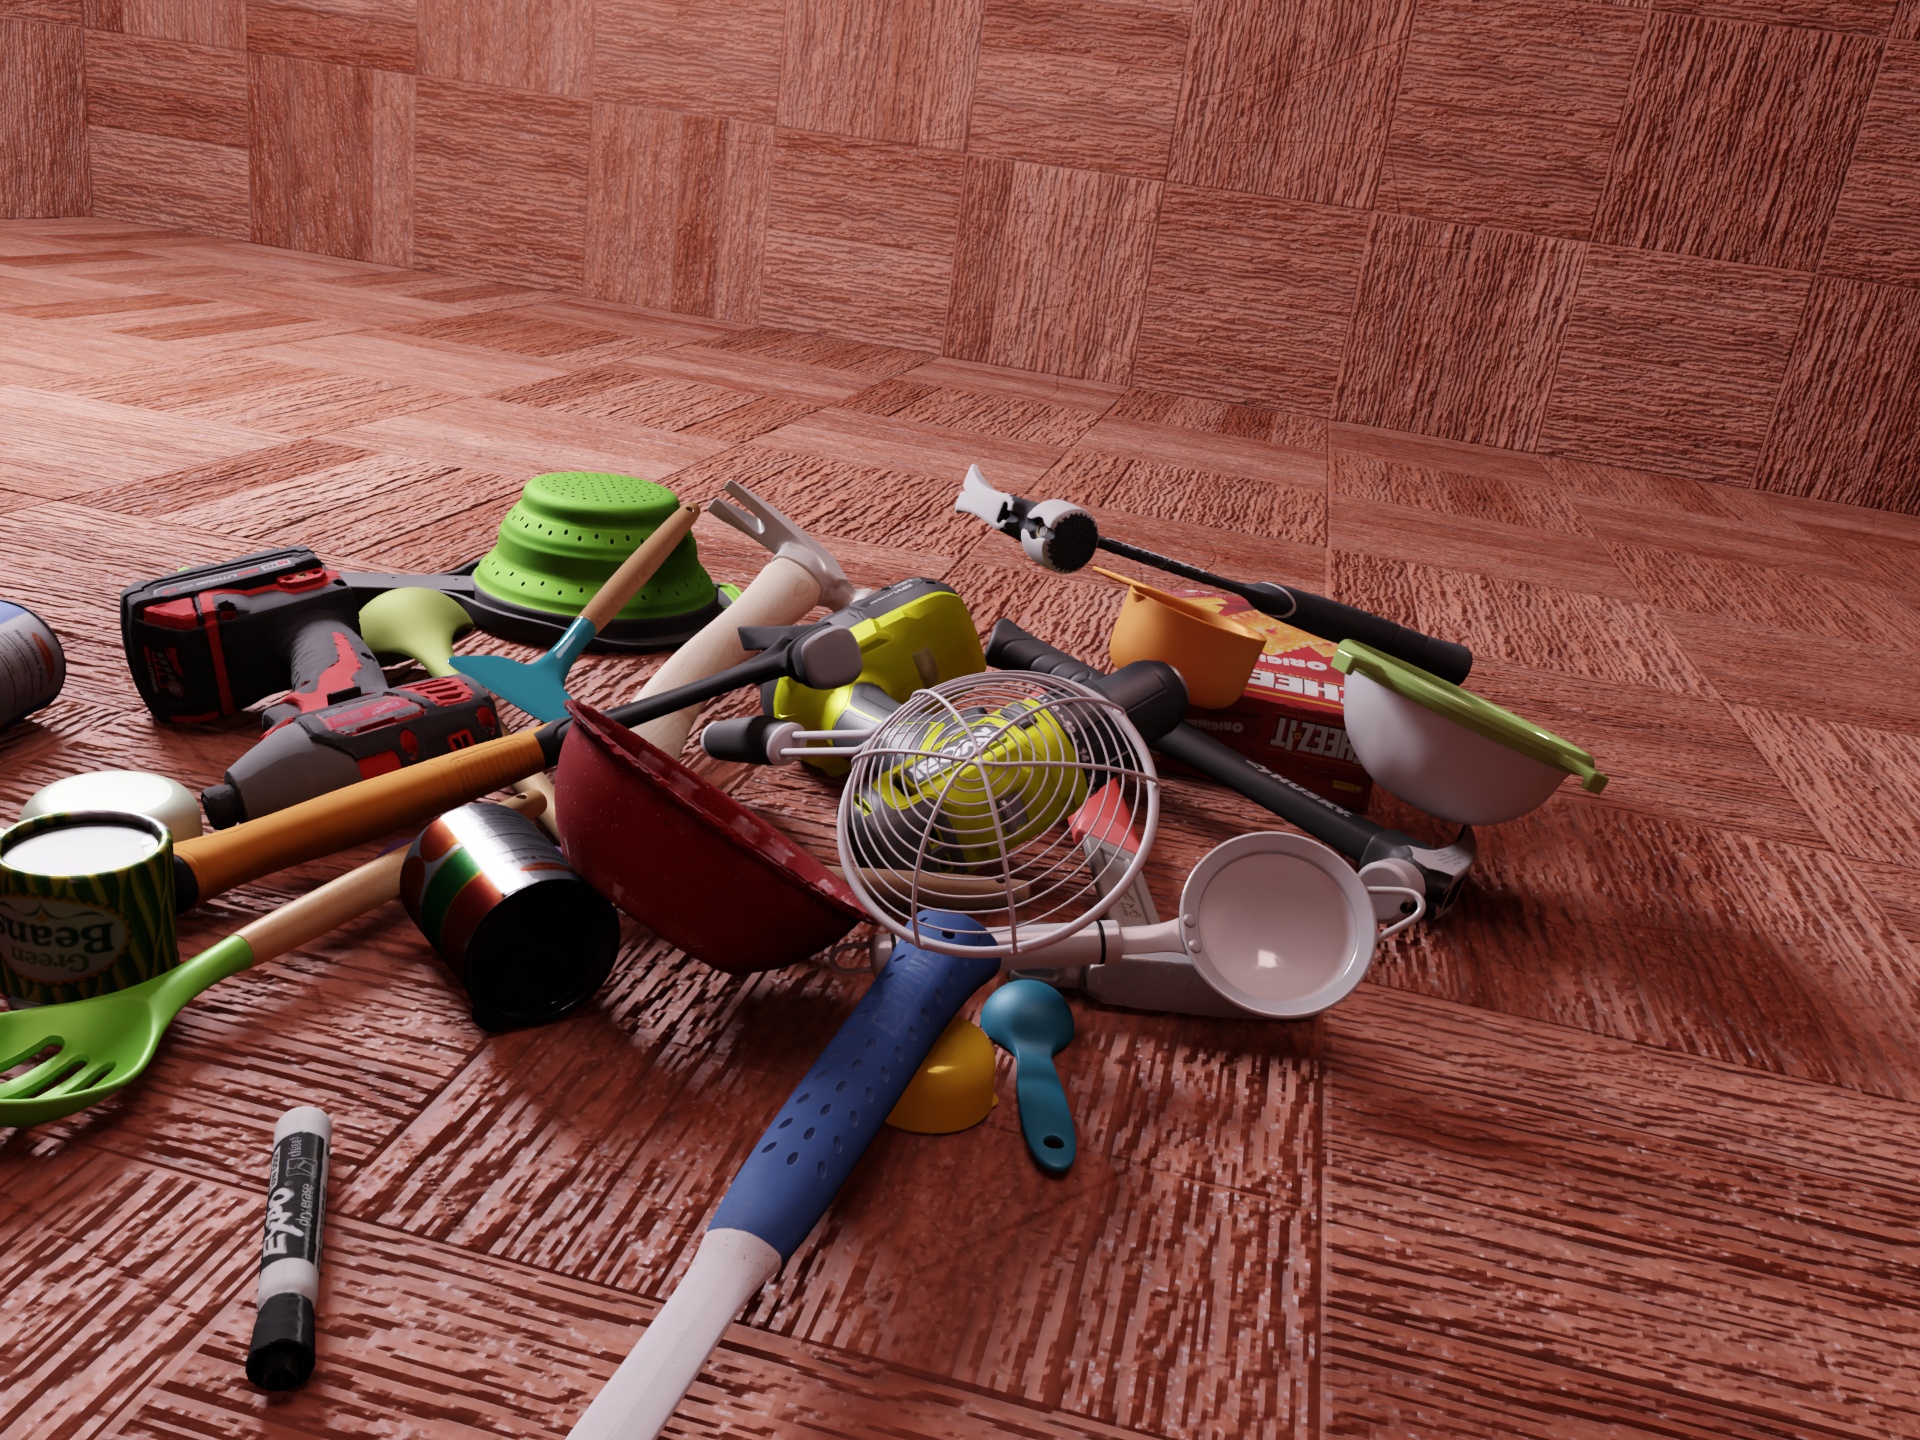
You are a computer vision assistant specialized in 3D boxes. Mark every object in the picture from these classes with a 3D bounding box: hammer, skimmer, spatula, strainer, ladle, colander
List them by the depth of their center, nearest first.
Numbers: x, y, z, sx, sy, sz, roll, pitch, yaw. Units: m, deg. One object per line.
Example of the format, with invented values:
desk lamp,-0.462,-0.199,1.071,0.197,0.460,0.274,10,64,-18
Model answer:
hammer,-0.077,0.166,0.484,0.144,0.035,0.405,13,26,15
strainer,0.072,0.096,0.694,0.258,0.050,0.087,-2,61,-8
skimmer,-0.042,0.032,0.737,0.127,0.090,0.363,-49,18,-17
spatula,-0.125,0.075,0.747,0.316,0.018,0.060,2,24,4
hammer,-0.217,0.017,0.766,0.337,0.034,0.127,-22,12,-26
hammer,0.087,0.056,0.888,0.149,0.036,0.359,6,21,-6
ladle,-0.271,0.006,0.897,0.078,0.062,0.320,-22,40,-27
hammer,0.144,0.018,0.932,0.335,0.035,0.146,31,20,32
strainer,0.278,0.012,0.935,0.151,0.069,0.256,27,9,10
hammer,0.175,-0.080,0.988,0.408,0.036,0.149,14,13,-33
spatula,-0.221,-0.077,1.005,0.082,0.044,0.318,31,34,-6
hammer,-0.160,-0.051,1.015,0.146,0.038,0.411,40,24,-6
colander,-0.340,-0.126,1.132,0.397,0.094,0.205,0,21,-21

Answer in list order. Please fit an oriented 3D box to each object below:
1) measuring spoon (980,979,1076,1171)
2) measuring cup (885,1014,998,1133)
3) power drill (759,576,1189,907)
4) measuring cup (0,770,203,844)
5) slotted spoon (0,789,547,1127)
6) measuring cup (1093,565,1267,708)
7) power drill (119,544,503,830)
measuring spoon,0.034,0.141,0.657,0.042,0.021,0.129,6,19,-6
measuring cup,-0.012,0.119,0.685,0.062,0.029,0.157,8,23,-1
power drill,-0.001,-0.003,0.876,0.190,0.080,0.229,-29,30,-14
measuring cup,-0.430,0.041,0.726,0.167,0.038,0.083,11,20,3
slotted spoon,-0.276,0.087,0.660,0.070,0.031,0.314,17,24,20
measuring cup,0.117,-0.055,0.989,0.095,0.052,0.174,15,11,-27
power drill,-0.353,-0.011,0.838,0.143,0.078,0.220,-22,39,-36
